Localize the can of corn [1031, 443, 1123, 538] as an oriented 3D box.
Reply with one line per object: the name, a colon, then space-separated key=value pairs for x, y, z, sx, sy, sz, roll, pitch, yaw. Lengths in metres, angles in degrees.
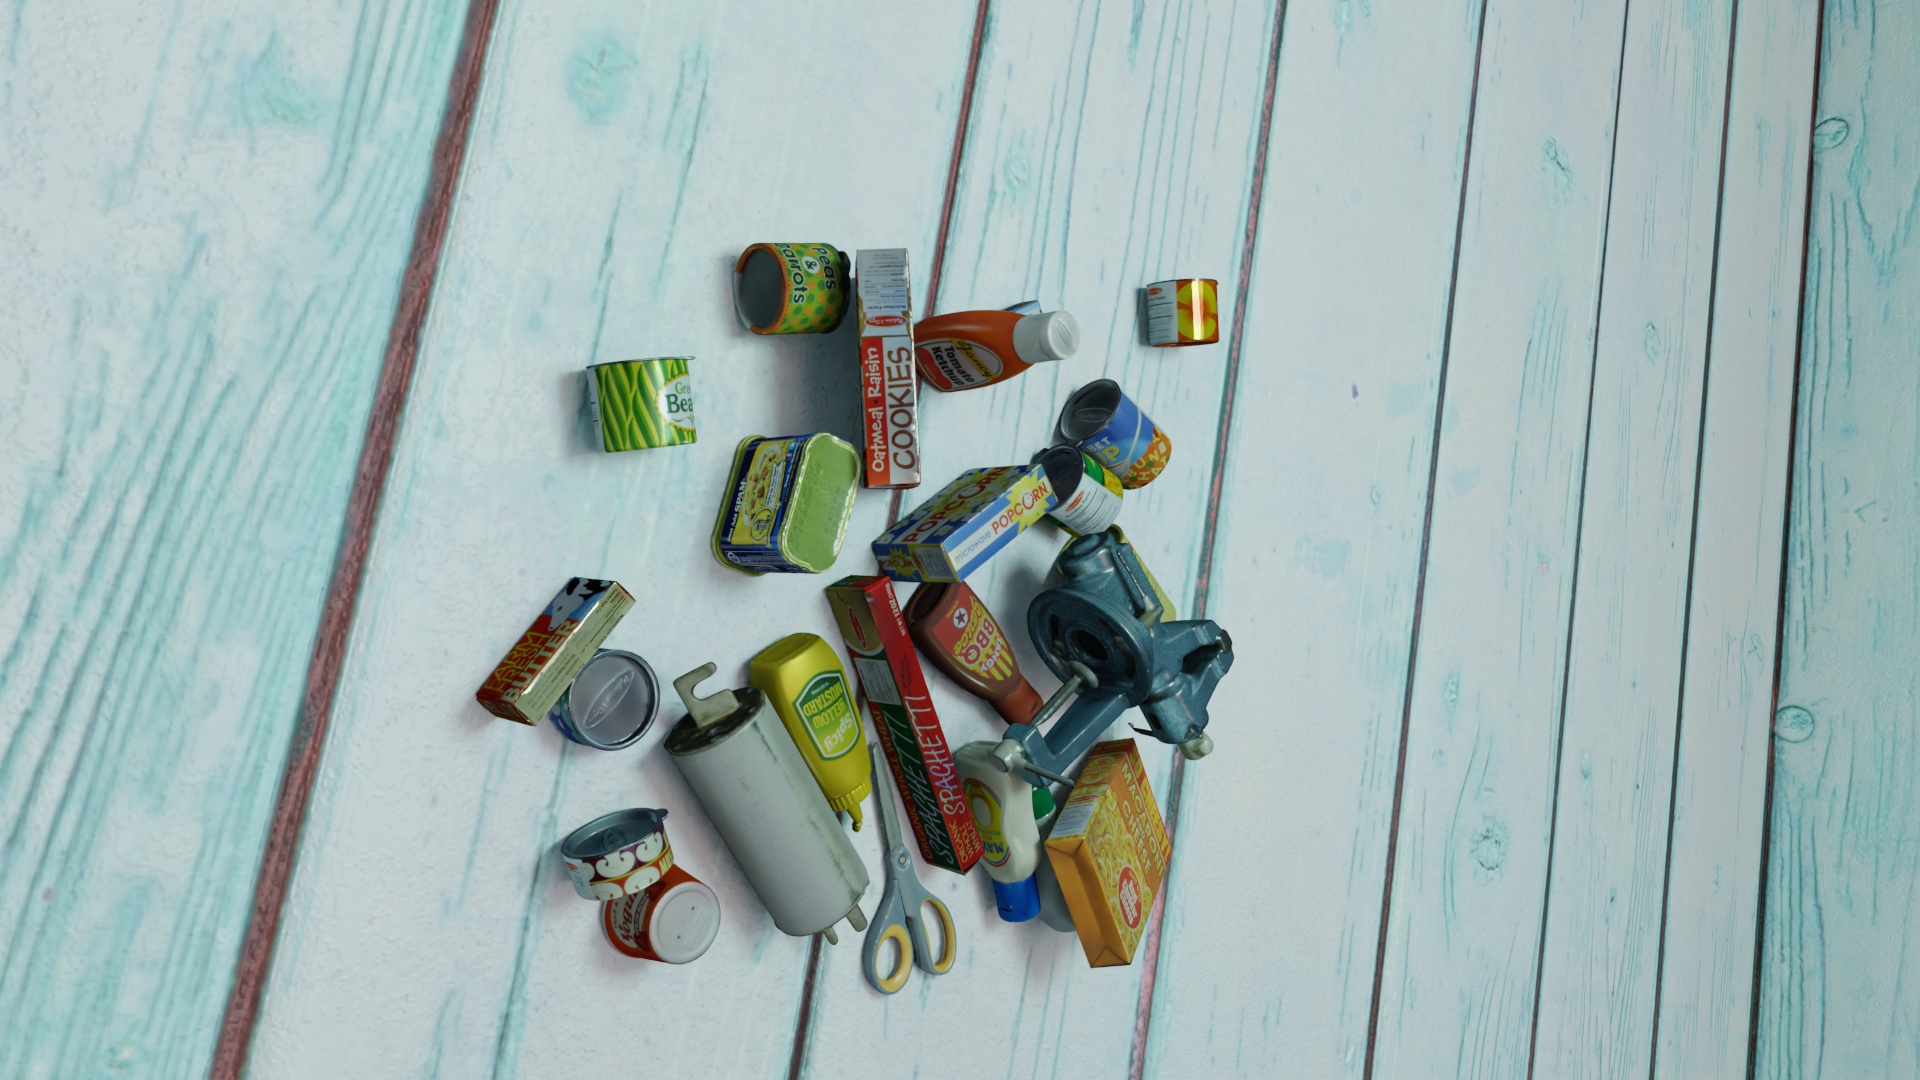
can of corn: x=0.097 y=-0.043 z=1.196 sx=0.058 sy=0.071 sz=0.071 roll=31 pitch=69 yaw=-38

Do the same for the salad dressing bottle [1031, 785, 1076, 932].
salad dressing bottle: x=0.075 y=0.261 z=1.185 sx=0.064 sy=0.044 sz=0.147 roll=-36 pitch=112 yaw=-46

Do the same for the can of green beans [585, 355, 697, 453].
can of green beans: x=-0.210 y=-0.089 z=0.917 sx=0.071 sy=0.071 sz=0.057 roll=-11 pitch=97 yaw=-42

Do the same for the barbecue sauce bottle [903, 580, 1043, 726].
barbecue sauce bottle: x=0.014 y=0.095 z=1.132 sx=0.148 sy=0.043 sz=0.065 roll=51 pitch=57 yaw=-30

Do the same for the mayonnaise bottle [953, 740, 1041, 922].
mayonnaise bottle: x=0.036 y=0.240 z=1.139 sx=0.041 sy=0.064 sz=0.147 roll=-23 pitch=108 yaw=-41

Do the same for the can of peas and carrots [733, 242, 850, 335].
can of peas and carrots: x=-0.120 y=-0.182 z=0.997 sx=0.059 sy=0.071 sz=0.071 roll=-10 pitch=96 yaw=-41

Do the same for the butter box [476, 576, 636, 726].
butter box: x=-0.257 y=0.068 z=0.882 sx=0.024 sy=0.053 sz=0.104 roll=53 pitch=58 yaw=-32

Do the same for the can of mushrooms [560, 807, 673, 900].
can of mushrooms: x=-0.220 y=0.202 z=0.902 sx=0.071 sy=0.071 sz=0.033 roll=-25 pitch=107 yaw=-40

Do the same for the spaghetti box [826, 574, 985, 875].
spaghetti box: x=-0.041 y=0.144 z=1.077 sx=0.029 sy=0.050 sz=0.249 roll=-30 pitch=109 yaw=-37

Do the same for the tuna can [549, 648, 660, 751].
tuna can: x=-0.236 y=0.102 z=0.913 sx=0.071 sy=0.033 sz=0.071 roll=1 pitch=89 yaw=-42

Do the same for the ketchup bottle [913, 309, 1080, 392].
ketchup bottle: x=0.027 y=-0.151 z=1.077 sx=0.064 sy=0.148 sz=0.044 roll=53 pitch=56 yaw=-28

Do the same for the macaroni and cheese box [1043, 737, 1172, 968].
macaroni and cheese box: x=0.130 y=0.264 z=1.194 sx=0.167 sy=0.040 sz=0.123 roll=-47 pitch=120 yaw=-61

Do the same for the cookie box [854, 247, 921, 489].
cookie box: x=-0.054 y=-0.121 z=1.023 sx=0.040 sy=0.123 sz=0.167 roll=-3 pitch=91 yaw=-5

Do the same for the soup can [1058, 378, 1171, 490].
soup can: x=0.137 y=-0.091 z=1.231 sx=0.083 sy=0.071 sz=0.071 roll=39 pitch=65 yaw=-35

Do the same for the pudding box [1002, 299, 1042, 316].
pudding box: x=0.037 y=-0.167 z=1.166 sx=0.084 sy=0.030 sz=0.049 roll=-31 pitch=111 yaw=-38

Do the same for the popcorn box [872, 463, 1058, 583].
popcorn box: x=0.004 y=-0.014 z=1.097 sx=0.127 sy=0.085 sz=0.038 roll=-38 pitch=114 yaw=-35

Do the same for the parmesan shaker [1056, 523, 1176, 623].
parmesan shaker: x=0.139 y=0.045 z=1.229 sx=0.102 sy=0.071 sz=0.071 roll=53 pitch=57 yaw=-29

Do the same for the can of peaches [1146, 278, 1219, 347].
can of peaches: x=0.210 y=-0.212 z=1.298 sx=0.071 sy=0.071 sz=0.058 roll=-5 pitch=93 yaw=-42

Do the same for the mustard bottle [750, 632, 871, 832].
mustard bottle: x=-0.100 y=0.148 z=1.024 sx=0.065 sy=0.049 sz=0.159 roll=-35 pitch=112 yaw=-35

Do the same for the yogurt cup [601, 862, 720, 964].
yogurt cup: x=-0.198 y=0.251 z=0.931 sx=0.072 sy=0.054 sz=0.072 roll=0 pitch=90 yaw=-42
